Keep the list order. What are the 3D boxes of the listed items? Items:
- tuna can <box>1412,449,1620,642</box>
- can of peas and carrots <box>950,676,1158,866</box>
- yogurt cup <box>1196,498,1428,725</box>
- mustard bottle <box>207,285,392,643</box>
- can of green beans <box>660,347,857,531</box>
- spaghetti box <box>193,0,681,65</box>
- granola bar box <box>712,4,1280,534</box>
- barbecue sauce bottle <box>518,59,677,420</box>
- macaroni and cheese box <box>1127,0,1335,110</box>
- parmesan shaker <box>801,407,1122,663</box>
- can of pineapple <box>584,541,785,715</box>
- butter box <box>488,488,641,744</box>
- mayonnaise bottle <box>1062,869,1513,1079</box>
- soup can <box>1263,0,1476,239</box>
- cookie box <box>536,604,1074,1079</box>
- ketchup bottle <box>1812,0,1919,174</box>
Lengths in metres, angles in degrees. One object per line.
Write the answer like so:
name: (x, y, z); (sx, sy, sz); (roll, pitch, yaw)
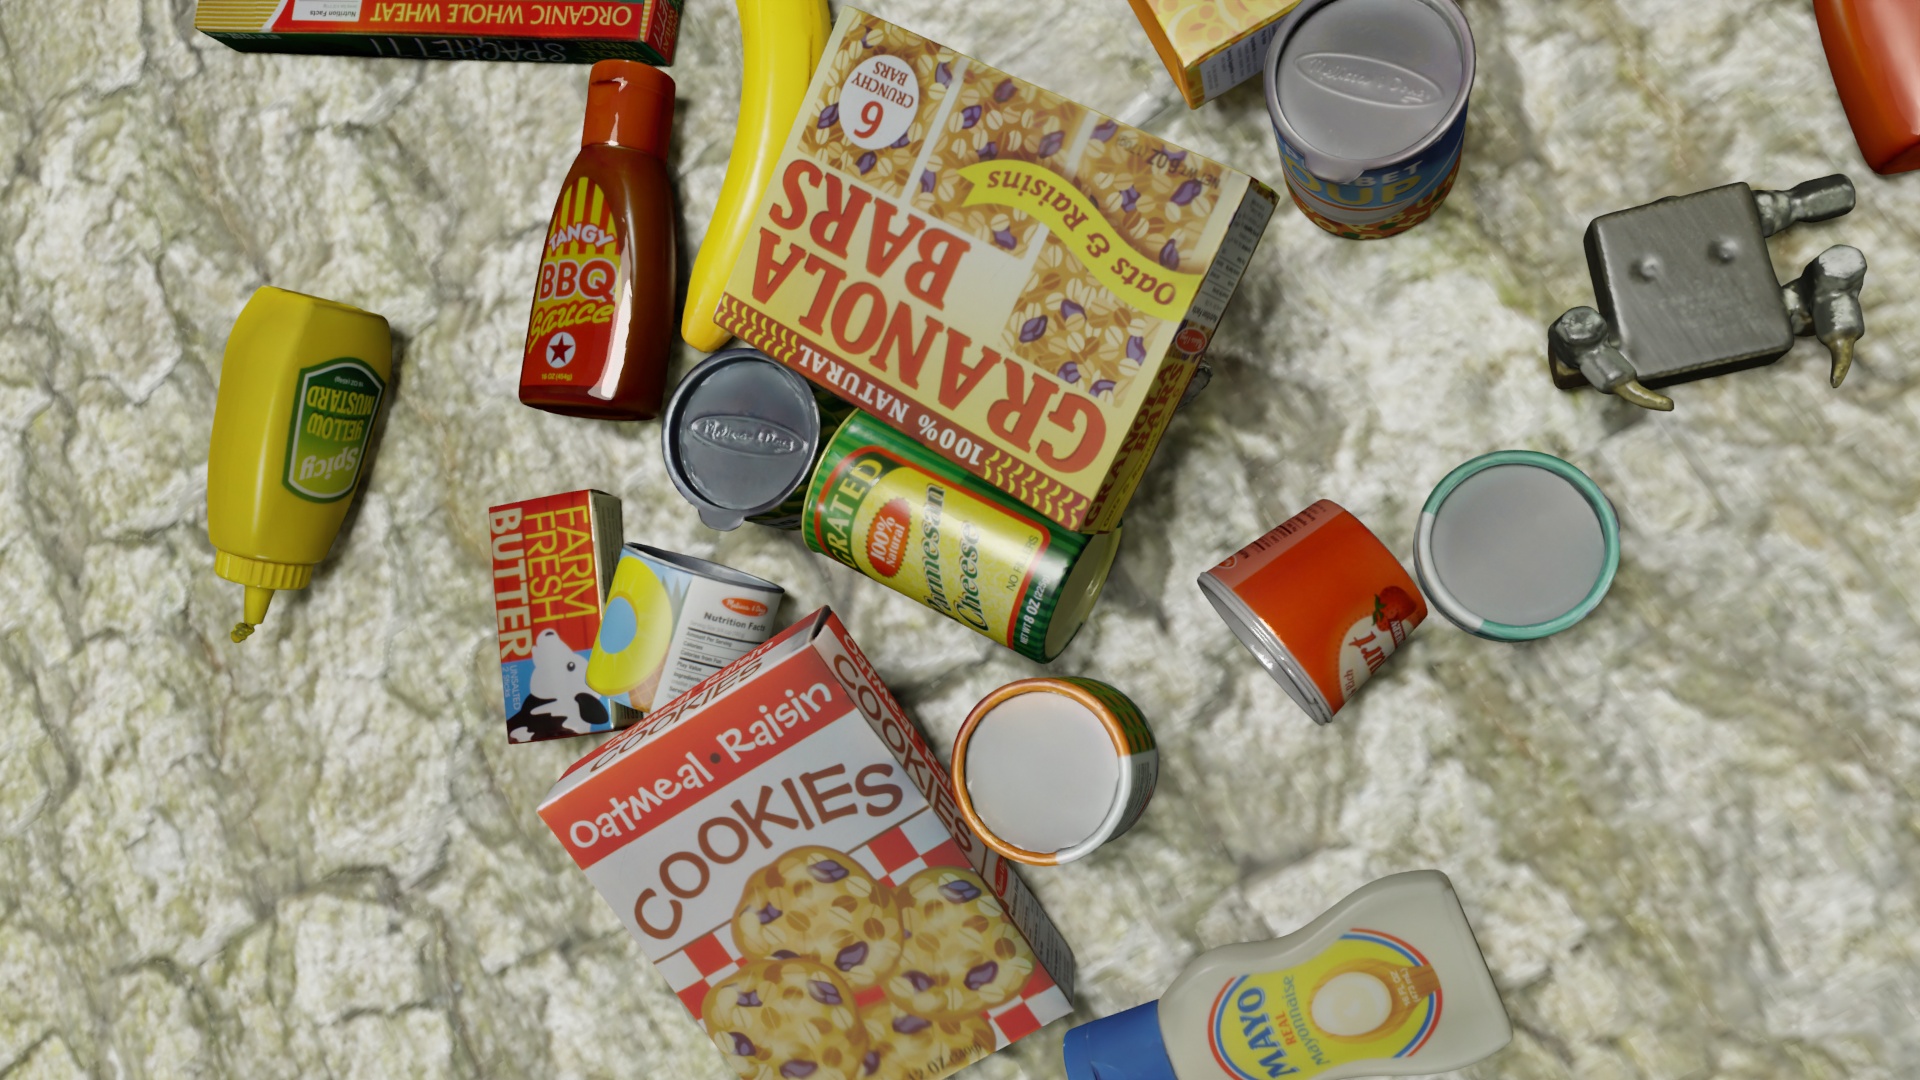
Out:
tuna can: (0.195, 0.001, 0.483); (0.071, 0.033, 0.071); (-2, 84, 17)
can of peas and carrots: (0.033, 0.082, 0.509); (0.071, 0.059, 0.071); (-2, 84, 16)
yogurt cup: (0.125, 0.022, 0.487); (0.054, 0.072, 0.072); (-40, 75, 1)
mustard bottle: (-0.301, -0.030, 0.621); (0.049, 0.065, 0.160); (16, 95, 23)
can of green beans: (-0.076, -0.039, 0.555); (0.071, 0.058, 0.071); (-2, 84, 16)
spaghetti box: (-0.243, -0.251, 0.642); (0.250, 0.028, 0.050); (8, 87, 17)
granola bar box: (0.006, -0.094, 0.477); (0.166, 0.039, 0.124); (32, 104, 25)
barbecue sauce bottle: (-0.149, -0.127, 0.593); (0.065, 0.043, 0.148); (5, 85, 29)
macaroni and cheese box: (0.126, -0.250, 0.489); (0.166, 0.040, 0.124); (-28, 78, 9)
parmesan shaker: (0.002, -0.007, 0.522); (0.103, 0.071, 0.071); (26, 92, 18)
can of pineapple: (-0.111, 0.037, 0.554); (0.071, 0.071, 0.058); (17, 90, 18)
butter box: (-0.169, 0.032, 0.593); (0.053, 0.024, 0.103); (-10, 82, 15)
mayonnaise bottle: (0.110, 0.167, 0.486); (0.148, 0.041, 0.065); (-23, 80, 13)
soup can: (0.142, -0.146, 0.487); (0.071, 0.084, 0.071); (-2, 84, 17)
cookie box: (-0.054, 0.126, 0.510); (0.123, 0.040, 0.167); (-32, 100, 12)
ketchup bottle: (0.315, -0.201, 0.462); (0.064, 0.043, 0.149); (-16, 80, 14)
